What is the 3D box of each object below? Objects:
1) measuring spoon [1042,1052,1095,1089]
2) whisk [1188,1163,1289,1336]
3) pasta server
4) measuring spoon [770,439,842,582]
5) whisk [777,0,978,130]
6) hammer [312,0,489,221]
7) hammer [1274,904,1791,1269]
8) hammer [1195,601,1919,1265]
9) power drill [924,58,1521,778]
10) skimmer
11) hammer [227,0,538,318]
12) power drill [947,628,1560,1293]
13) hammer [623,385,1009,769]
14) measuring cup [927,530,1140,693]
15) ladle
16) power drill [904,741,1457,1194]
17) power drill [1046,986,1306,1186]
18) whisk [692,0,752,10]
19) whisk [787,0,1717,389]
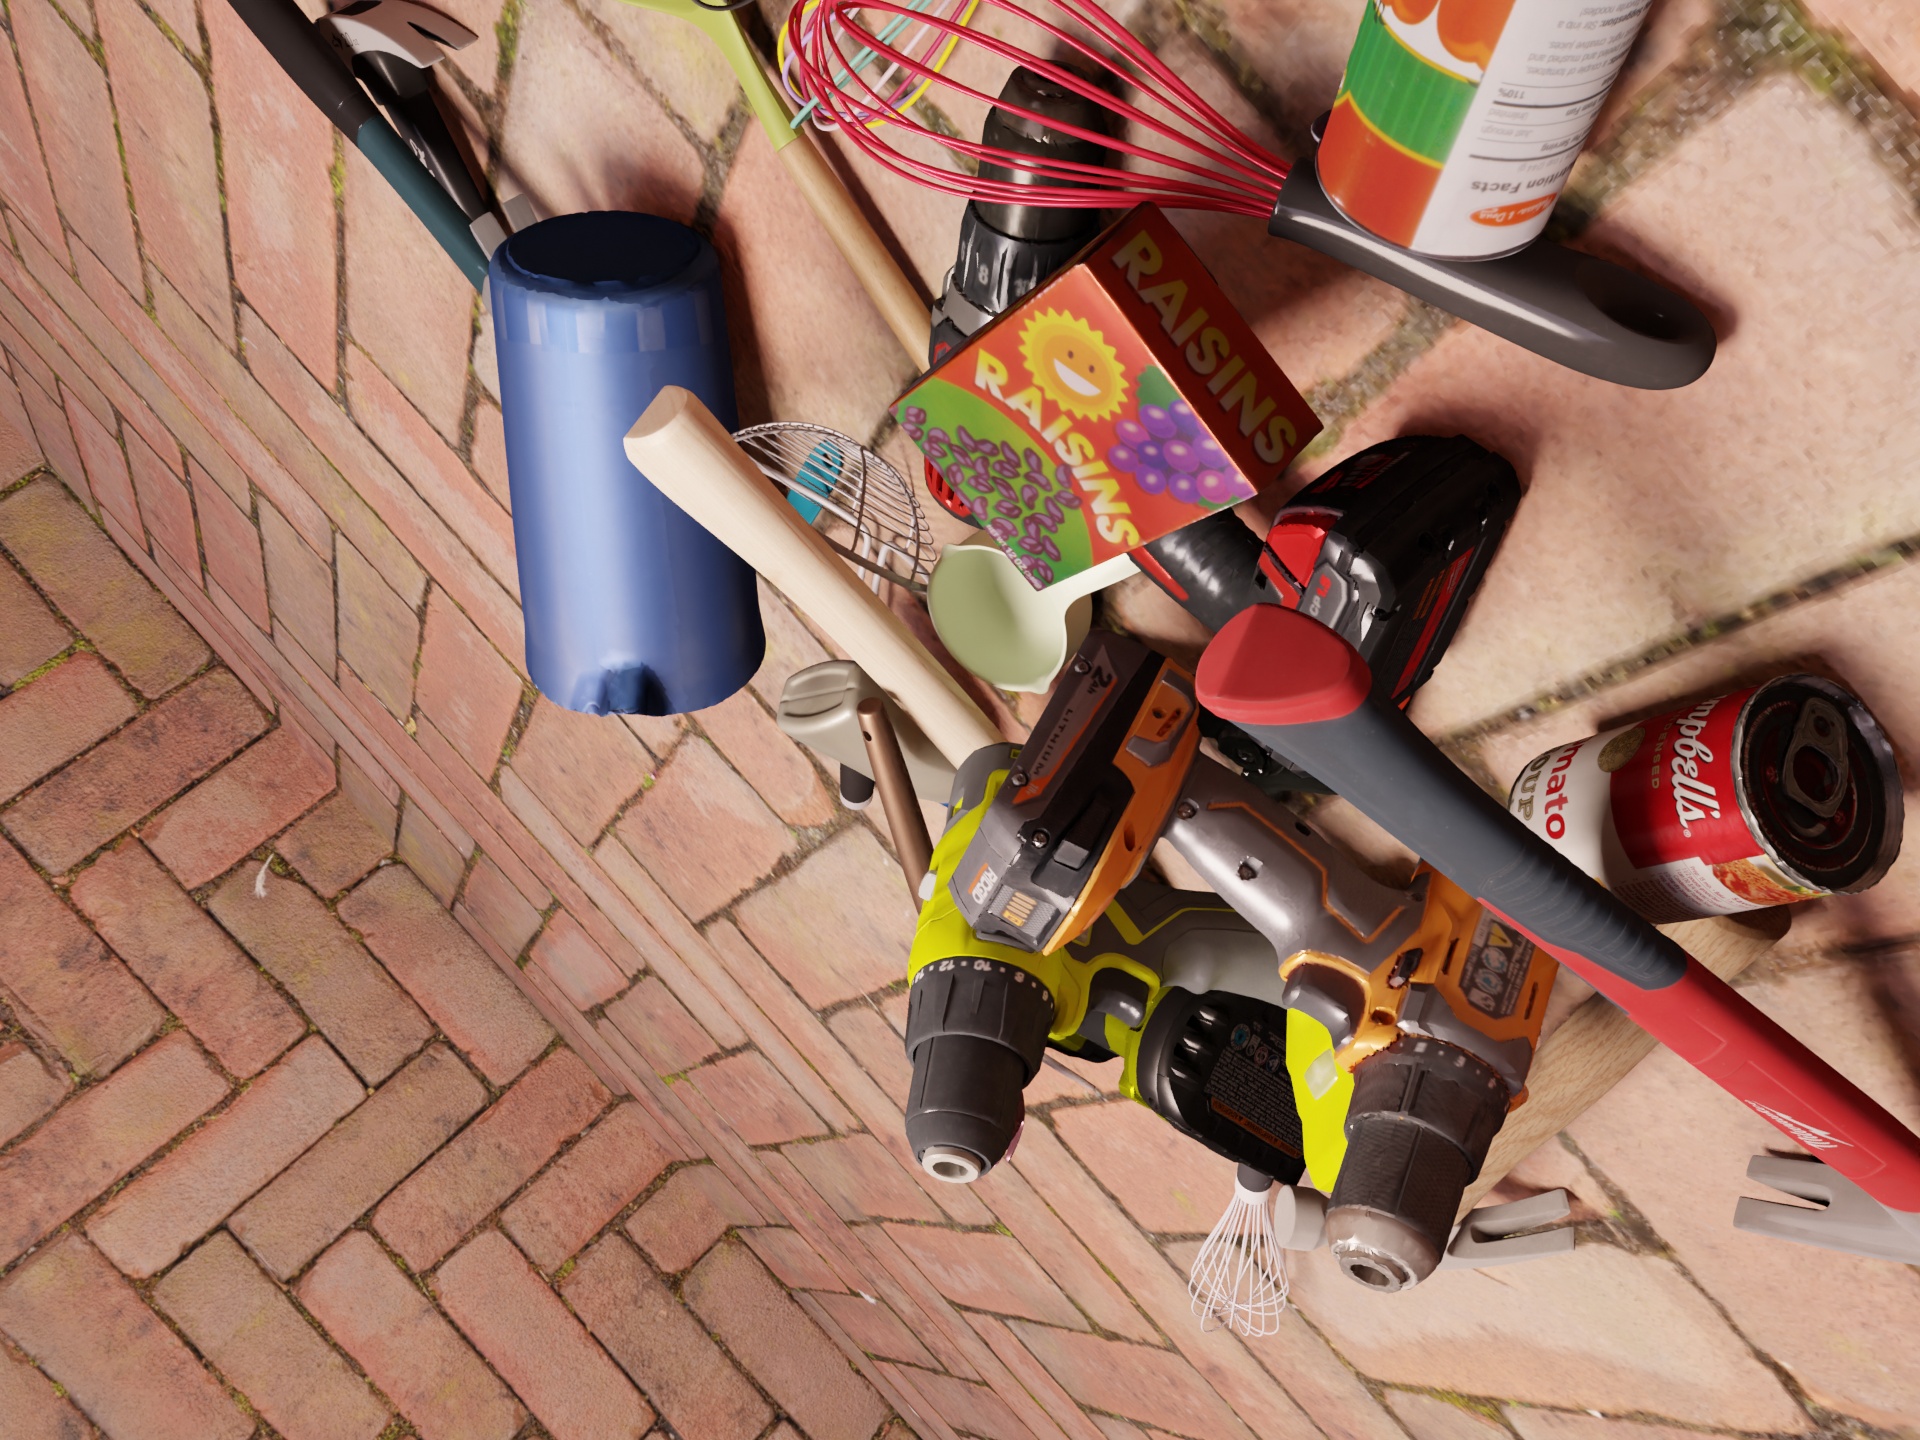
[{"bbox_3d":[0.031,0.193,0.926,0.124,0.018,0.034,35,171,-24],"label":"measuring spoon"},{"bbox_3d":[0.182,0.305,0.993,0.070,0.070,0.284,31,143,31],"label":"whisk"},{"bbox_3d":[-0.013,0.117,0.811,0.060,0.040,0.315,17,138,34],"label":"pasta server"},{"bbox_3d":[-0.082,-0.116,0.865,0.042,0.021,0.128,46,144,5],"label":"measuring spoon"},{"bbox_3d":[0.002,-0.255,0.519,0.245,0.051,0.047,-14,109,57],"label":"whisk"},{"bbox_3d":[-0.258,-0.247,0.922,0.146,0.035,0.334,18,141,46],"label":"hammer"},{"bbox_3d":[0.249,0.165,0.680,0.130,0.031,0.331,10,141,-5],"label":"hammer"},{"bbox_3d":[0.216,0.086,0.526,0.386,0.038,0.143,35,158,-20],"label":"hammer"},{"bbox_3d":[0.078,-0.108,0.567,0.227,0.080,0.187,40,146,24],"label":"power drill"},{"bbox_3d":[-0.074,-0.030,0.877,0.127,0.090,0.363,36,151,17],"label":"skimmer"},{"bbox_3d":[-0.320,-0.320,0.839,0.331,0.033,0.128,50,155,-2],"label":"hammer"},{"bbox_3d":[0.110,0.086,0.599,0.226,0.185,0.084,29,146,3],"label":"power drill"},{"bbox_3d":[-0.001,-0.002,0.743,0.146,0.038,0.410,13,155,47],"label":"hammer"},{"bbox_3d":[0.054,-0.069,0.710,0.167,0.038,0.083,-25,103,45],"label":"measuring cup"},{"bbox_3d":[-0.064,-0.211,0.662,0.320,0.062,0.078,54,164,-18],"label":"ladle"},{"bbox_3d":[0.088,0.120,0.664,0.228,0.191,0.080,17,139,-5],"label":"power drill"},{"bbox_3d":[0.098,0.172,0.882,0.171,0.080,0.223,36,167,-33],"label":"power drill"},{"bbox_3d":[-0.066,-0.338,0.510,0.055,0.055,0.238,41,148,13],"label":"whisk"},{"bbox_3d":[0.079,-0.162,0.473,0.296,0.073,0.073,26,149,12],"label":"whisk"}]
